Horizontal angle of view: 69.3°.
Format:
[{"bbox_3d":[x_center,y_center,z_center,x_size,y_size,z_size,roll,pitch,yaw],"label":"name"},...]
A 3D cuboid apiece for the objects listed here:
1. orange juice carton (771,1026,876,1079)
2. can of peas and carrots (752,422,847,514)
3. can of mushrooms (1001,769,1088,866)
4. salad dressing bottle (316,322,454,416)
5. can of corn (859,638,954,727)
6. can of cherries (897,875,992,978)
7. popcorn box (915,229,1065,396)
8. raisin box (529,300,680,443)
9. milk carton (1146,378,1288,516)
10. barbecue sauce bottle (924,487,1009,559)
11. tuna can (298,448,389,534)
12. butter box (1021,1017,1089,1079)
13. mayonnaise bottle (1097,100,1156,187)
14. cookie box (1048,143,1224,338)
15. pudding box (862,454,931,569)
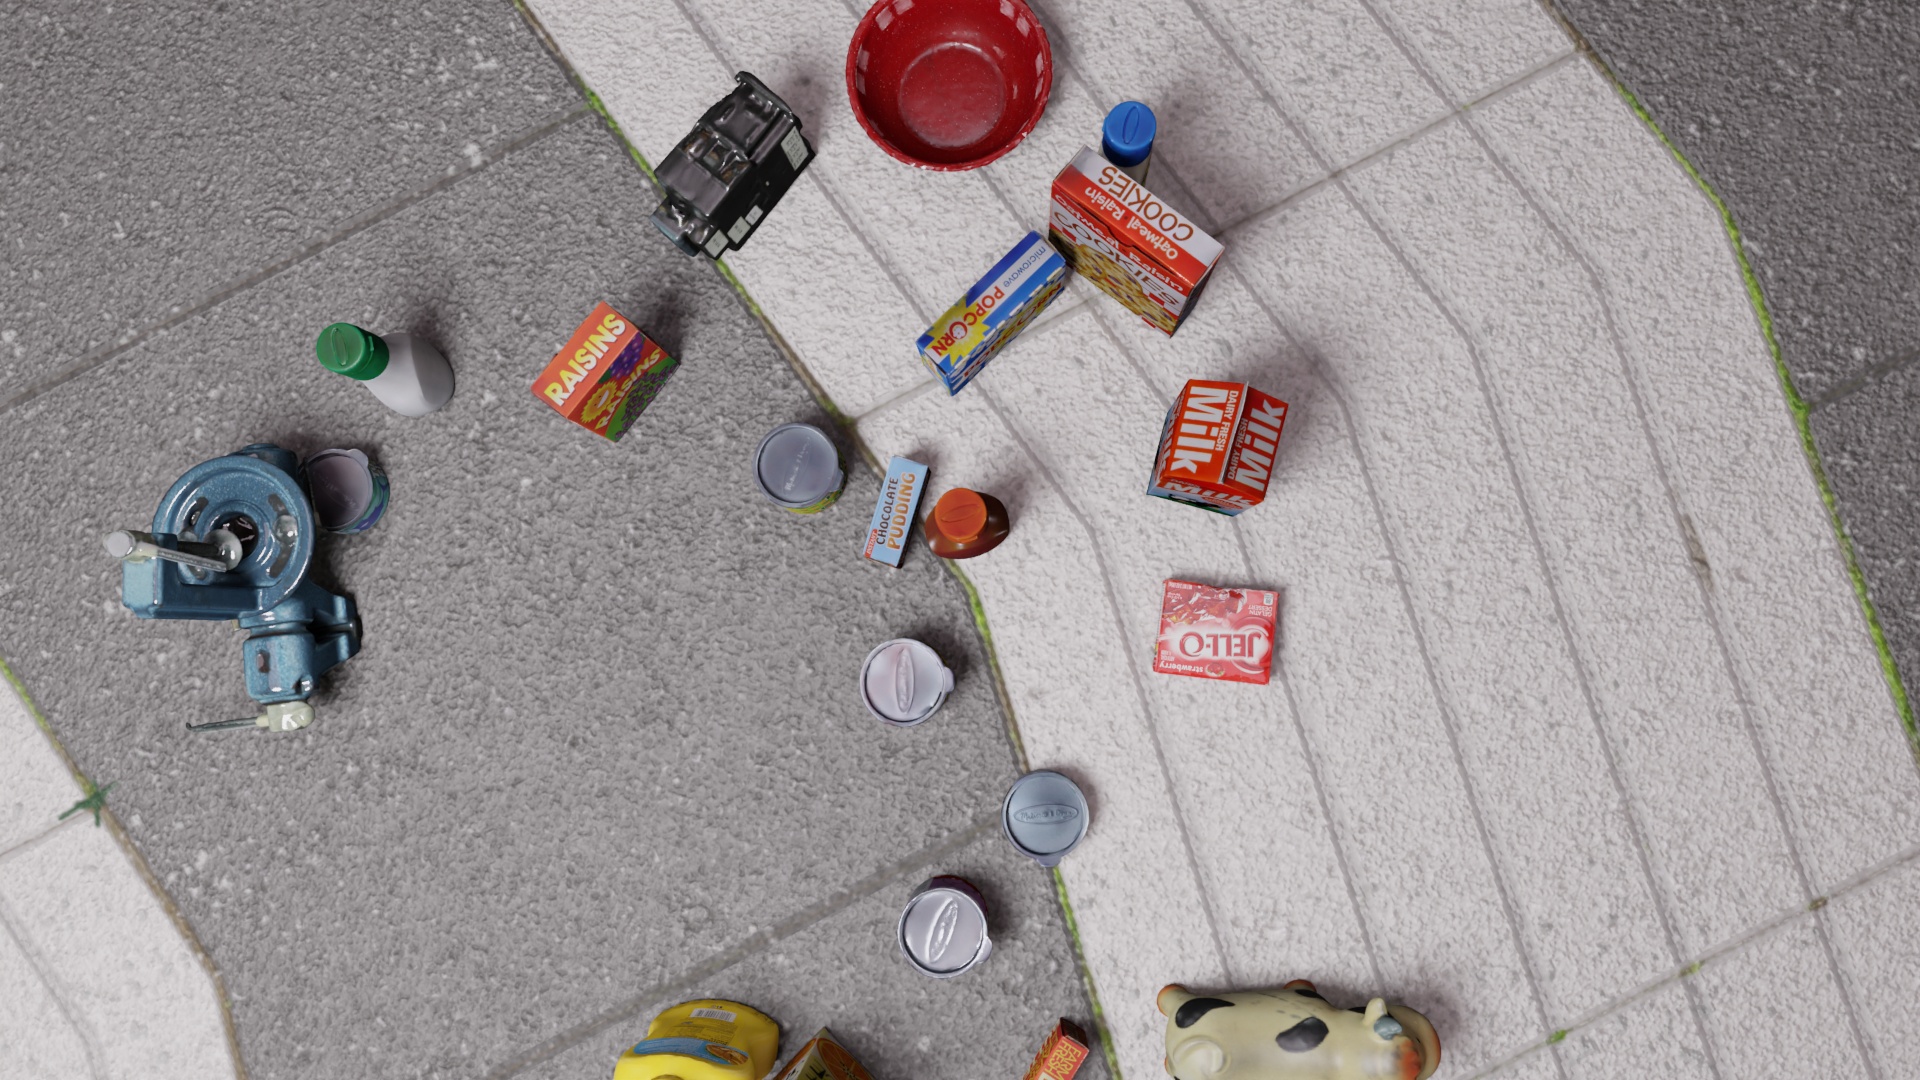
[{"bbox_3d":[-0.109,0.417,0.972,0.073,0.192,0.072,44,89,5],"label":"orange juice carton"},{"bbox_3d":[-0.121,-0.054,1.079,0.071,0.058,0.071,0,86,2],"label":"can of peas and carrots"},{"bbox_3d":[0.064,0.211,1.062,0.071,0.033,0.071,0,85,2],"label":"can of mushrooms"},{"bbox_3d":[-0.435,-0.132,1.054,0.044,0.147,0.064,-13,85,2],"label":"salad dressing bottle"},{"bbox_3d":[-0.039,0.108,1.063,0.071,0.058,0.071,0,86,2],"label":"can of corn"},{"bbox_3d":[-0.010,0.291,1.046,0.071,0.058,0.071,0,86,2],"label":"can of cherries"},{"bbox_3d":[0.025,-0.173,1.070,0.127,0.085,0.038,-44,85,-1],"label":"popcorn box"},{"bbox_3d":[-0.268,-0.126,1.059,0.040,0.123,0.086,39,88,5],"label":"raisin box"},{"bbox_3d":[0.184,-0.066,1.001,0.073,0.190,0.072,15,87,4],"label":"milk carton"},{"bbox_3d":[0.004,-0.013,1.026,0.065,0.148,0.043,-17,85,1],"label":"barbecue sauce bottle"},{"bbox_3d":[-0.492,-0.041,1.107,0.071,0.033,0.071,0,85,2],"label":"tuna can"},{"bbox_3d":[0.058,0.411,1.036,0.024,0.053,0.103,32,87,4],"label":"butter box"},{"bbox_3d":[0.123,-0.285,1.044,0.041,0.148,0.065,14,87,3],"label":"mayonnaise bottle"},{"bbox_3d":[0.124,-0.215,1.028,0.123,0.167,0.040,37,88,5],"label":"cookie box"},{"bbox_3d":[-0.049,-0.022,1.078,0.030,0.049,0.083,17,86,4],"label":"pudding box"}]
